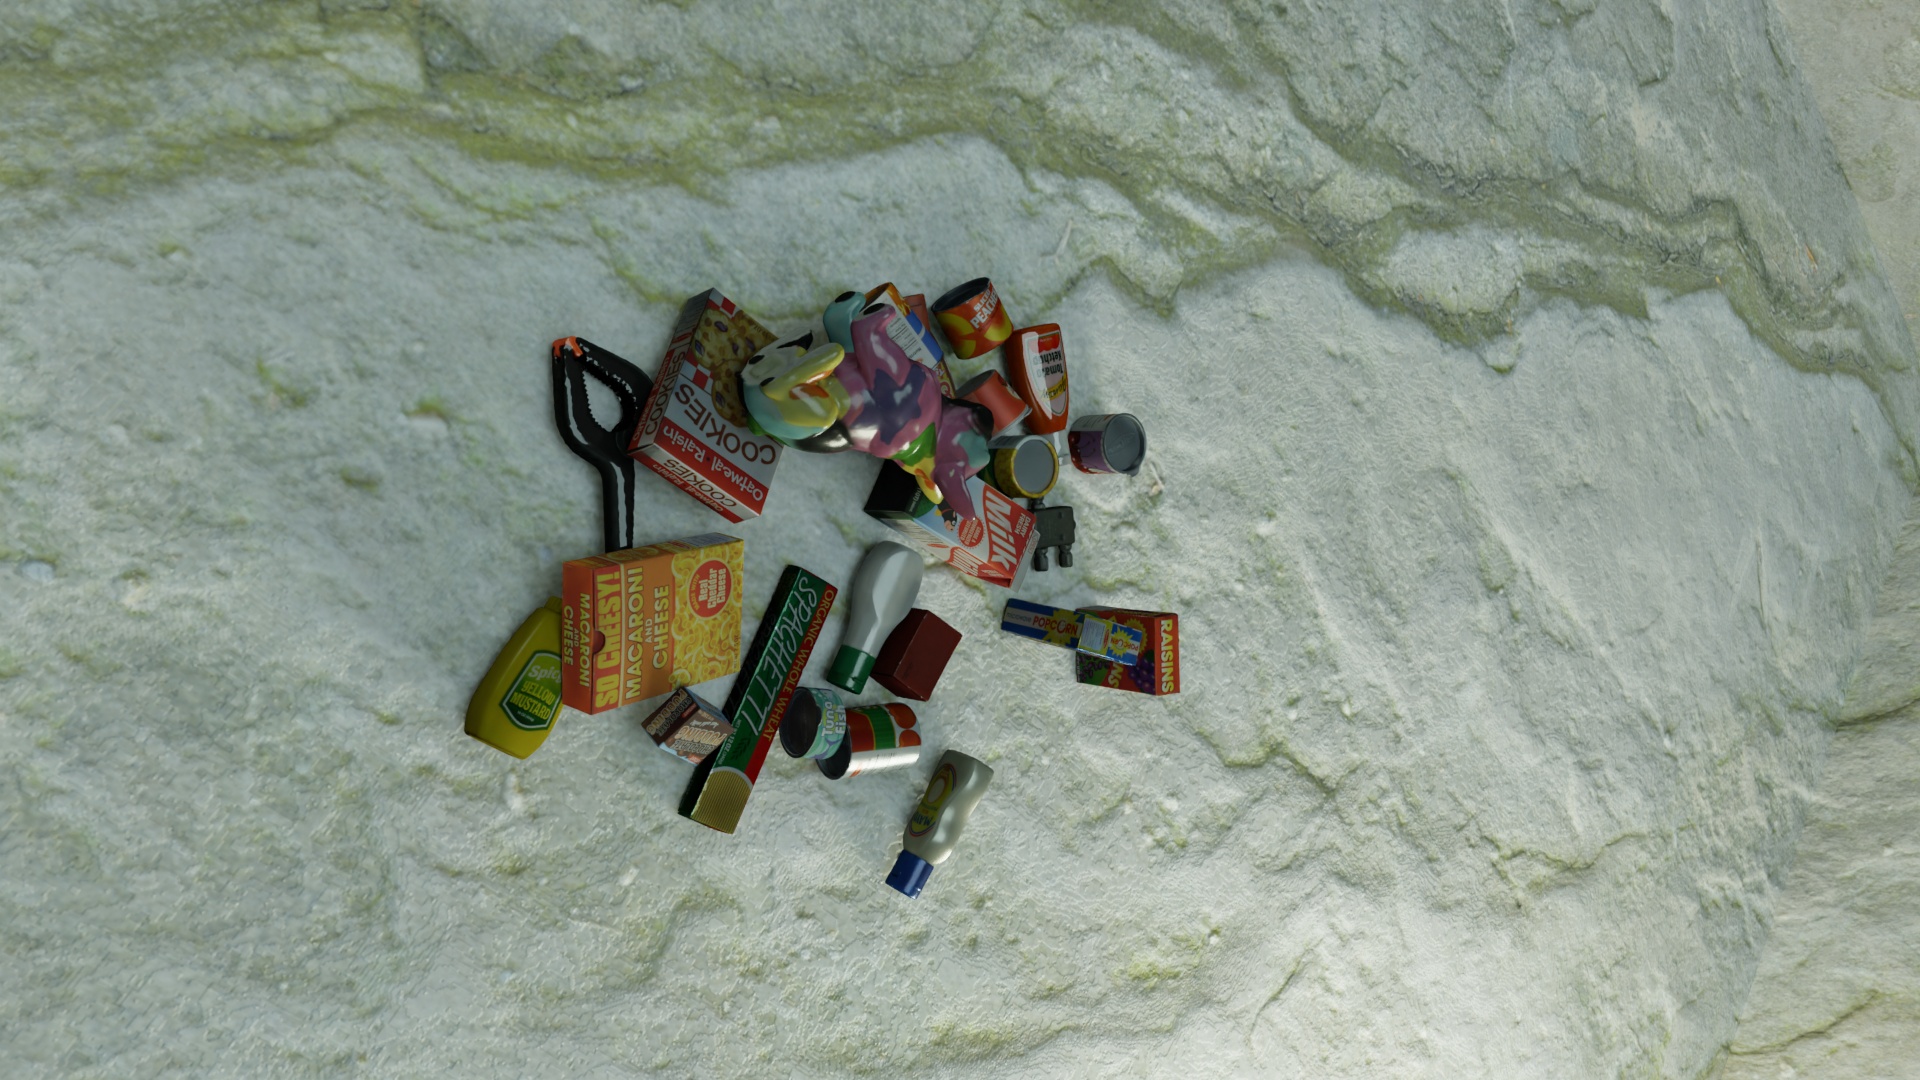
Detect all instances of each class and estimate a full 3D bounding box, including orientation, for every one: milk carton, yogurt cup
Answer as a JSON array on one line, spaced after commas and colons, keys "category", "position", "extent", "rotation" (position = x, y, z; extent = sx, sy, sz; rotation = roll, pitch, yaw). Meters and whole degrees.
[{"category": "milk carton", "position": [0.005, -0.017, 1.386], "extent": [0.190, 0.073, 0.072], "rotation": [33, 72, -34]}, {"category": "yogurt cup", "position": [0.027, -0.137, 1.407], "extent": [0.073, 0.072, 0.054], "rotation": [-44, 109, -28]}]

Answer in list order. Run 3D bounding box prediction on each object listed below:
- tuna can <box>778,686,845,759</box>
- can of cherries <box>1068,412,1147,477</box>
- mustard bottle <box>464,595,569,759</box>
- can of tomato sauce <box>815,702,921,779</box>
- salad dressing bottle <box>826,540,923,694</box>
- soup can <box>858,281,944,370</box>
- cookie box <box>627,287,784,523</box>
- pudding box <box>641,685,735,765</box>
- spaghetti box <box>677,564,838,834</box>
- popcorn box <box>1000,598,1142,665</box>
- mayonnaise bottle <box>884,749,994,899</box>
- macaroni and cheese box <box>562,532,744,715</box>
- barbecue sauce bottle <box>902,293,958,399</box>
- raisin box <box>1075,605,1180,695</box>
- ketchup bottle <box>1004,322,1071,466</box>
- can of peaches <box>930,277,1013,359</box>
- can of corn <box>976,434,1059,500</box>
[{"category": "tuna can", "position": [-0.136, 0.168, 1.285], "extent": [0.033, 0.071, 0.071], "rotation": [11, 85, -39]}, {"category": "can of cherries", "position": [0.160, -0.102, 1.512], "extent": [0.071, 0.058, 0.071], "rotation": [-1, 92, -39]}, {"category": "mustard bottle", "position": [-0.343, 0.097, 1.137], "extent": [0.065, 0.049, 0.160], "rotation": [37, 70, -38]}, {"category": "can of tomato sauce", "position": [-0.089, 0.189, 1.326], "extent": [0.083, 0.071, 0.071], "rotation": [-1, 92, -38]}, {"category": "salad dressing bottle", "position": [-0.084, 0.074, 1.340], "extent": [0.064, 0.044, 0.148], "rotation": [33, 73, -36]}, {"category": "soup can", "position": [-0.066, -0.188, 1.291], "extent": [0.071, 0.071, 0.083], "rotation": [-48, 112, -26]}, {"category": "cookie box", "position": [-0.207, -0.116, 1.213], "extent": [0.122, 0.040, 0.168], "rotation": [37, 54, -36]}, {"category": "pudding box", "position": [-0.235, 0.161, 1.202], "extent": [0.050, 0.030, 0.083], "rotation": [-43, 156, -6]}, {"category": "spaghetti box", "position": [-0.184, 0.143, 1.274], "extent": [0.050, 0.028, 0.250], "rotation": [33, 72, -35]}, {"category": "popcorn box", "position": [0.114, 0.094, 1.440], "extent": [0.085, 0.126, 0.038], "rotation": [19, 84, -36]}, {"category": "mayonnaise bottle", "position": [-0.024, 0.283, 1.383], "extent": [0.041, 0.064, 0.148], "rotation": [38, 73, -29]}, {"category": "macaroni and cheese box", "position": [-0.255, 0.066, 1.170], "extent": [0.167, 0.040, 0.123], "rotation": [-14, 111, -53]}, {"category": "barbecue sauce bottle", "position": [-0.040, -0.166, 1.365], "extent": [0.065, 0.043, 0.148], "rotation": [-16, 101, -26]}, {"category": "raisin box", "position": [0.179, 0.117, 1.493], "extent": [0.040, 0.123, 0.086], "rotation": [-3, 93, -37]}, {"category": "ketchup bottle", "position": [0.087, -0.151, 1.464], "extent": [0.065, 0.043, 0.148], "rotation": [-18, 103, -36]}, {"category": "can of peaches", "position": [0.014, -0.222, 1.388], "extent": [0.071, 0.071, 0.058], "rotation": [-42, 117, -28]}, {"category": "can of corn", "position": [0.060, -0.074, 1.436], "extent": [0.071, 0.058, 0.071], "rotation": [-2, 93, -37]}]
